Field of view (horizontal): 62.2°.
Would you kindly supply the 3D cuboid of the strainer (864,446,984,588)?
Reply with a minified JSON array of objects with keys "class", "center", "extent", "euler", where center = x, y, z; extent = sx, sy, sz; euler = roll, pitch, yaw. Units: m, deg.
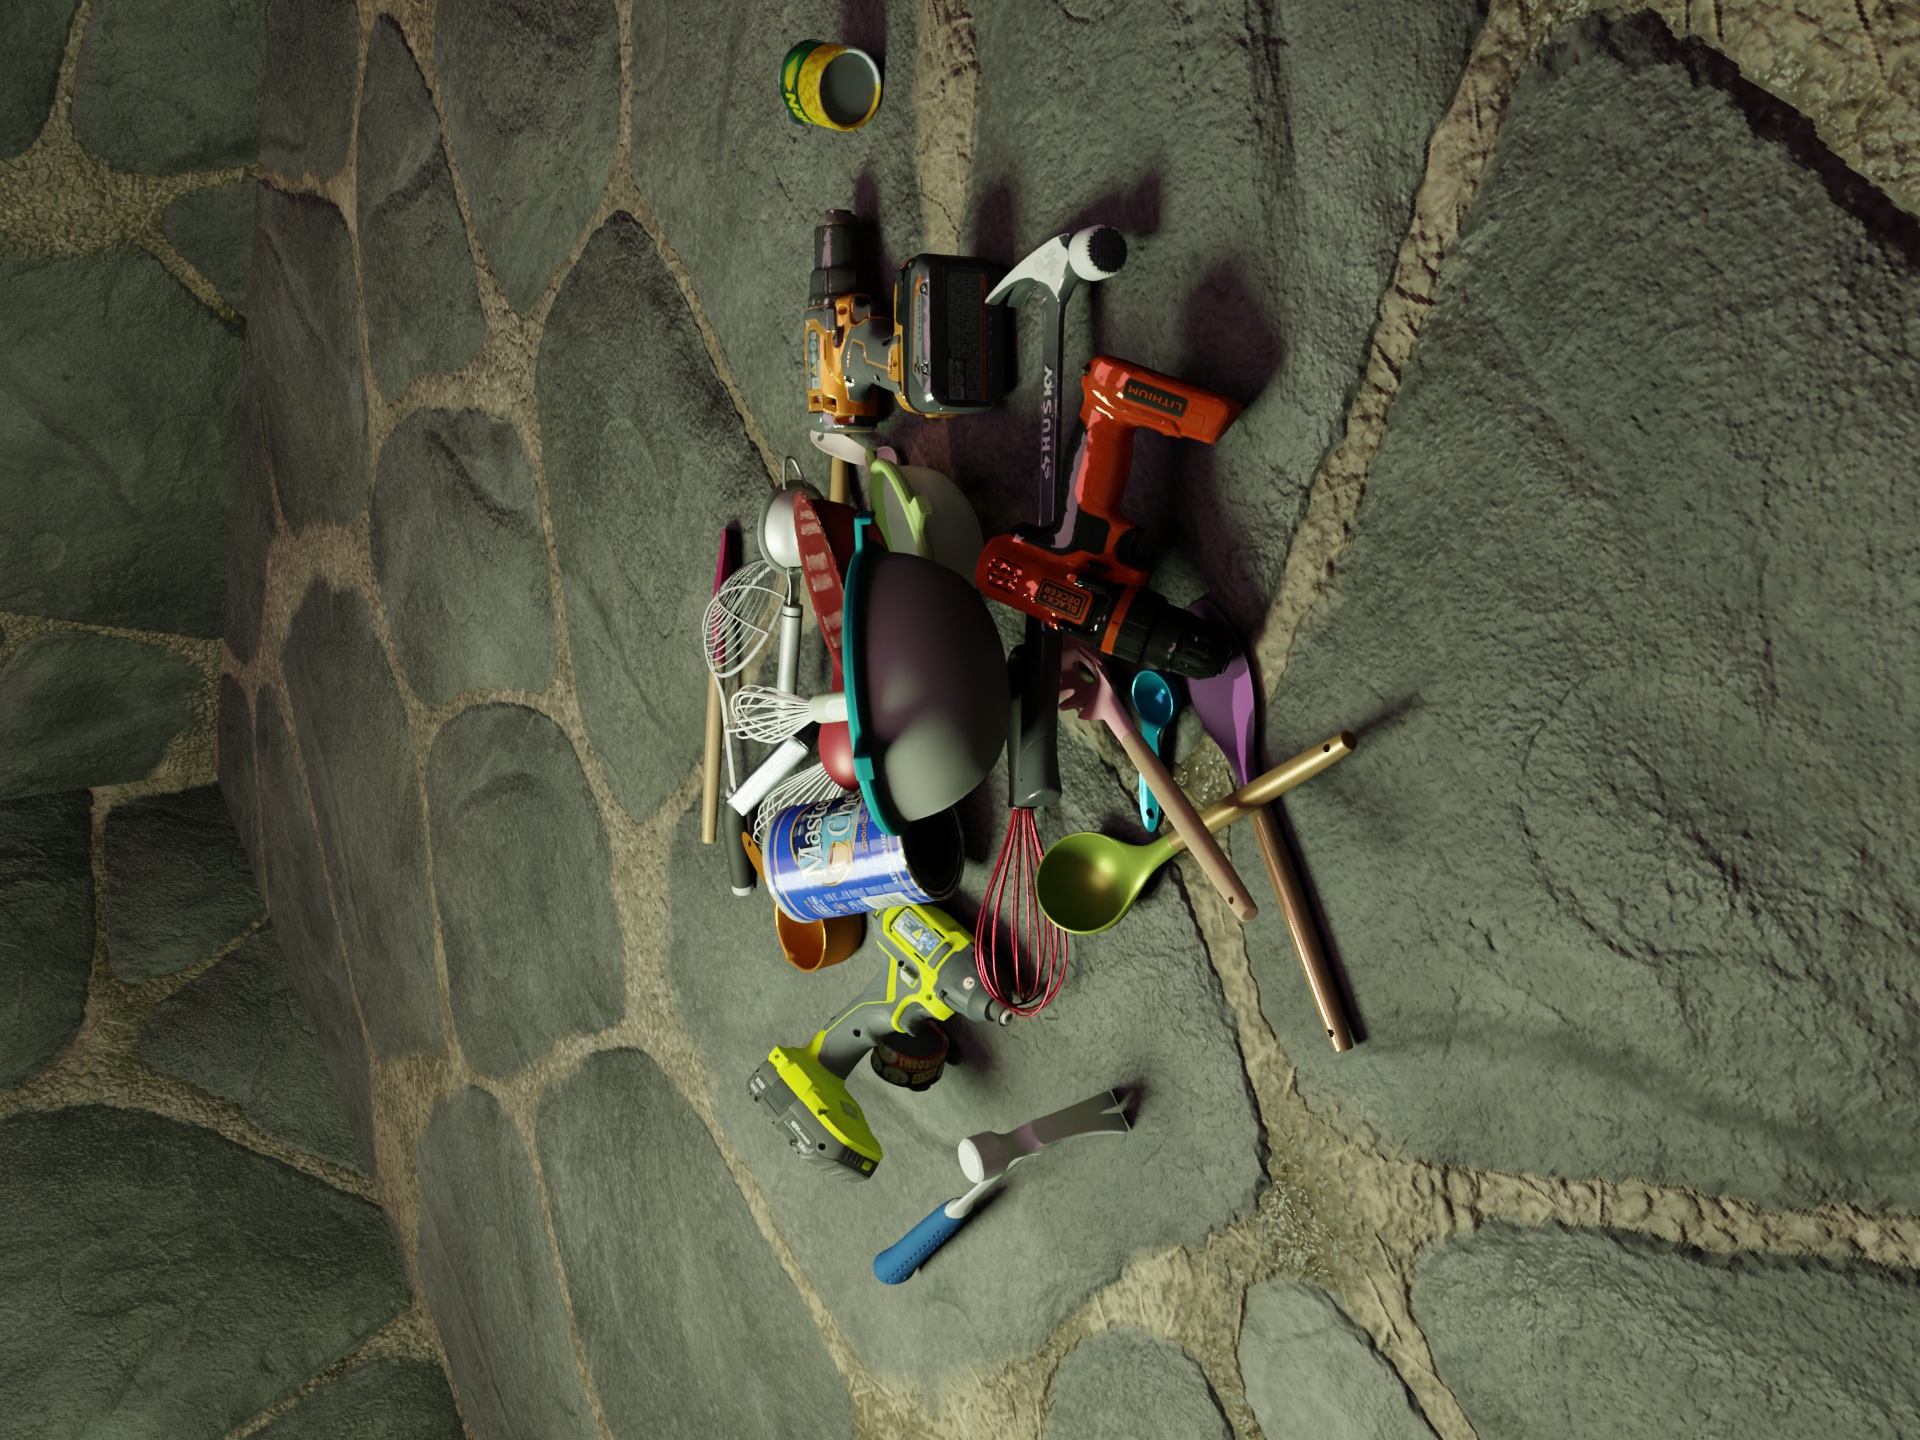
[{"class":"strainer","center":[-0.010,-0.096,1.289],"extent":[0.152,0.069,0.256],"euler":[-128,23,-59]}]

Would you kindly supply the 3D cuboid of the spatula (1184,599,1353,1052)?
[{"class":"spatula","center":[0.206,0.068,1.069],"extent":[0.060,0.018,0.316],"euler":[-31,72,51]}]

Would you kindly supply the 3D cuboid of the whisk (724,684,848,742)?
[{"class":"whisk","center":[-0.123,-0.010,1.340],"extent":[0.246,0.059,0.057],"euler":[-6,114,50]}]

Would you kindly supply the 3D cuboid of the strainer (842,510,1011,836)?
[{"class":"strainer","center":[-0.002,-0.004,1.184],"extent":[0.340,0.095,0.211],"euler":[60,-153,-66]}]

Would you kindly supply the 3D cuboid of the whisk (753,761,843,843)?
[{"class":"whisk","center":[-0.110,0.042,1.449],"extent":[0.284,0.070,0.070],"euler":[-46,61,41]}]

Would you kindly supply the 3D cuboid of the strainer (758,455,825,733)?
[{"class":"strainer","center":[-0.149,-0.108,1.444],"extent":[0.050,0.087,0.258],"euler":[23,115,38]}]

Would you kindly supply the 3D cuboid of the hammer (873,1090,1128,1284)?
[{"class":"hammer","center":[0.008,0.407,1.343],"extent":[0.035,0.144,0.405],"euler":[65,149,23]}]

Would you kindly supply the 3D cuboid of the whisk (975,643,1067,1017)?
[{"class":"whisk","center":[0.048,0.088,1.253],"extent":[0.073,0.073,0.296],"euler":[4,94,52]}]

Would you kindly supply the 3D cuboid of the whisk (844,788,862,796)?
[{"class":"whisk","center":[-0.073,0.048,1.394],"extent":[0.055,0.055,0.238],"euler":[57,142,28]}]

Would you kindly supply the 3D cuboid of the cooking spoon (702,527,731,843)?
[{"class":"cooking spoon","center":[-0.246,-0.034,1.607],"extent":[0.069,0.017,0.319],"euler":[-161,74,-76]}]

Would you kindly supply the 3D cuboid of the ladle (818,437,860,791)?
[{"class":"ladle","center":[-0.106,-0.095,1.394],"extent":[0.069,0.031,0.315],"euler":[-15,73,58]}]

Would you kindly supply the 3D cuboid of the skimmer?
[{"class":"skimmer","center":[-0.200,0.016,1.577],"extent":[0.127,0.090,0.363],"euler":[-115,21,-59]}]

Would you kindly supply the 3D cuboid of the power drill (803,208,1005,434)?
[{"class":"power drill","center":[-0.057,-0.327,1.284],"extent":[0.226,0.084,0.185],"euler":[12,105,56]}]

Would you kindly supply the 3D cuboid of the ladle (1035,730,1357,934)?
[{"class":"ladle","center":[0.153,0.074,1.088],"extent":[0.320,0.062,0.078],"euler":[-40,54,53]}]

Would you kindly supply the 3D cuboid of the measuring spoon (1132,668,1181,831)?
[{"class":"measuring spoon","center":[0.144,0.021,1.147],"extent":[0.042,0.021,0.128],"euler":[29,129,47]}]

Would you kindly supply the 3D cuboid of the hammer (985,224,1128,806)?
[{"class":"hammer","center":[0.060,-0.139,1.153],"extent":[0.149,0.036,0.409],"euler":[11,100,62]}]

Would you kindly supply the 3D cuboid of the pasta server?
[{"class":"pasta server","center":[0.122,0.028,1.096],"extent":[0.317,0.040,0.060],"euler":[-119,39,-49]}]

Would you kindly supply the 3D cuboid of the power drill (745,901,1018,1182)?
[{"class":"power drill","center":[-0.062,0.266,1.334],"extent":[0.223,0.080,0.171],"euler":[-50,45,-3]}]

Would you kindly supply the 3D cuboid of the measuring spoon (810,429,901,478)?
[{"class":"measuring spoon","center":[-0.090,-0.233,1.389],"extent":[0.124,0.018,0.034],"euler":[32,102,42]}]

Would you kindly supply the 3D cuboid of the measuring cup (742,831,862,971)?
[{"class":"measuring cup","center":[-0.154,0.164,1.538],"extent":[0.174,0.052,0.095],"euler":[51,134,36]}]
